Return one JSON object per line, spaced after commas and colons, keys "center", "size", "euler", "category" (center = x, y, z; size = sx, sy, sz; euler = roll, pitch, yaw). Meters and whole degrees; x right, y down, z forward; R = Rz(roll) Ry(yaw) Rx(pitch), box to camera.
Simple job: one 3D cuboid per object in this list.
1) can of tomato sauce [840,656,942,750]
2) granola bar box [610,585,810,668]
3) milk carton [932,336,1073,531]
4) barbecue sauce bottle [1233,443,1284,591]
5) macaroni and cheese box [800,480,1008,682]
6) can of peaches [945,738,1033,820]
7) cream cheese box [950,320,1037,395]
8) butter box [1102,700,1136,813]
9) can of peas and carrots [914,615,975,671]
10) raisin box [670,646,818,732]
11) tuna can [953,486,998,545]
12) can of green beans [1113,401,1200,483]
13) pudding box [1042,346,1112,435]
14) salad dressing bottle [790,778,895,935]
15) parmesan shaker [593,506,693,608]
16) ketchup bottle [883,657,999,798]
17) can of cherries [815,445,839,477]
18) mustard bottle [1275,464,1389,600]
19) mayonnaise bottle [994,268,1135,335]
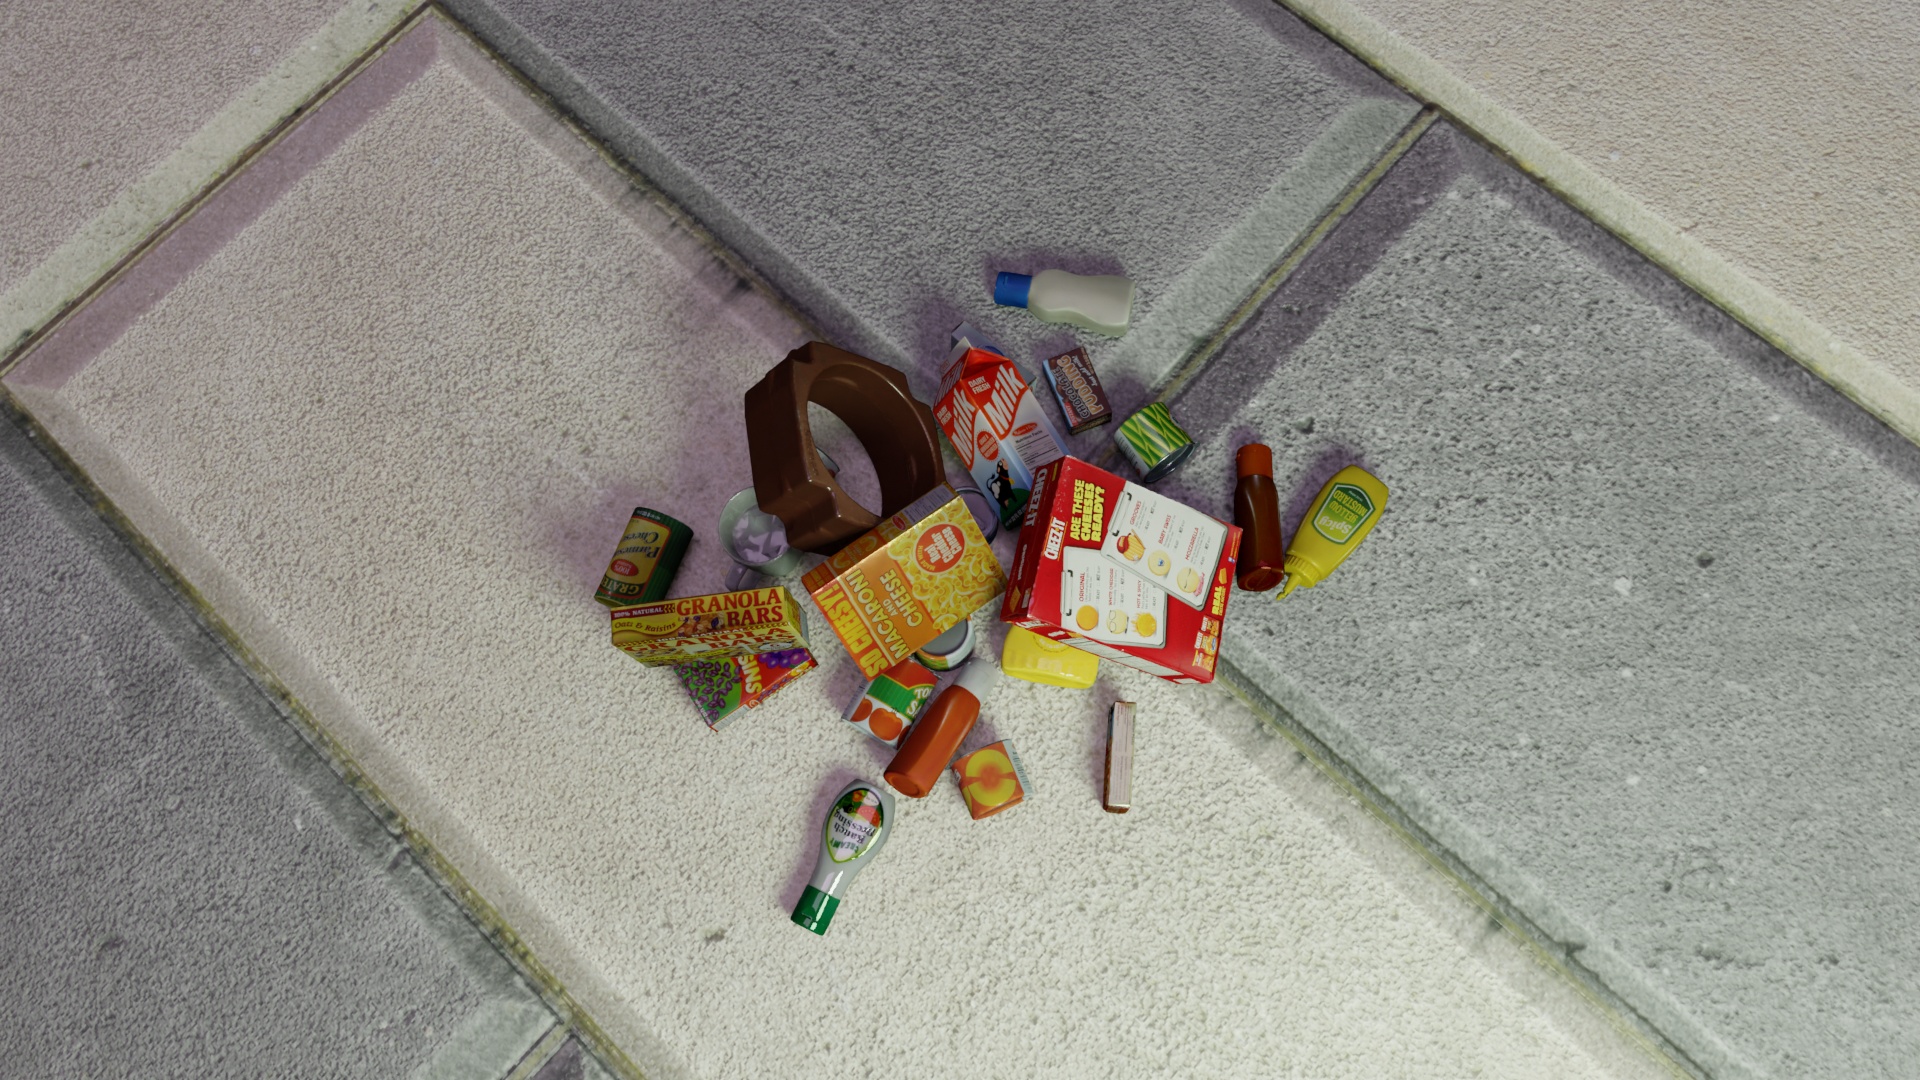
{"center": [-0.068, 0.157, 1.372], "size": [0.071, 0.071, 0.083], "euler": [28, 77, 11], "category": "can of tomato sauce"}
{"center": [-0.237, 0.083, 1.333], "size": [0.166, 0.124, 0.039], "euler": [-7, 74, 2], "category": "granola bar box"}
{"center": [0.039, -0.114, 1.423], "size": [0.074, 0.072, 0.190], "euler": [-26, 80, -35], "category": "milk carton"}
{"center": [0.301, -0.026, 1.412], "size": [0.044, 0.064, 0.149], "euler": [6, 64, -6], "category": "barbecue sauce bottle"}
{"center": [-0.050, 0.040, 1.320], "size": [0.167, 0.123, 0.040], "euler": [-34, 34, -7], "category": "macaroni and cheese box"}
{"center": [0.028, 0.233, 1.343], "size": [0.071, 0.071, 0.058], "euler": [-23, 74, -4], "category": "can of peaches"}
{"center": [0.034, -0.185, 1.479], "size": [0.104, 0.053, 0.024], "euler": [40, 73, 13], "category": "cream cheese box"}
{"center": [0.155, 0.211, 1.349], "size": [0.024, 0.053, 0.104], "euler": [5, 74, 2], "category": "butter box"}
{"center": [-0.021, 0.093, 1.393], "size": [0.071, 0.058, 0.071], "euler": [-1, 73, 3], "category": "can of peas and carrots"}
{"center": [-0.220, 0.124, 1.405], "size": [0.123, 0.040, 0.086], "euler": [-34, 73, -6], "category": "raisin box"}
{"center": [0.005, -0.018, 1.439], "size": [0.071, 0.032, 0.071], "euler": [-1, 73, 3], "category": "tuna can"}
{"center": [0.200, -0.101, 1.437], "size": [0.071, 0.071, 0.058], "euler": [-32, 74, -6], "category": "can of green beans"}
{"center": [0.124, -0.159, 1.478], "size": [0.050, 0.030, 0.084], "euler": [-20, 73, -2], "category": "pudding box"}
{"center": [-0.115, 0.305, 1.340], "size": [0.064, 0.044, 0.148], "euler": [23, 76, 11], "category": "salad dressing bottle"}
{"center": [-0.327, 0.024, 1.429], "size": [0.071, 0.071, 0.103], "euler": [18, 75, 9], "category": "parmesan shaker"}
{"center": [-0.015, 0.181, 1.358], "size": [0.043, 0.064, 0.149], "euler": [43, 63, -14], "category": "ketchup bottle"}
{"center": [-0.171, -0.071, 1.450], "size": [0.071, 0.071, 0.058], "euler": [33, 79, 12], "category": "can of cherries"}
{"center": [0.369, -0.001, 1.405], "size": [0.065, 0.048, 0.160], "euler": [35, 78, 14], "category": "mustard bottle"}
{"center": [0.112, -0.263, 1.506], "size": [0.148, 0.041, 0.065], "euler": [10, 72, 8], "category": "mayonnaise bottle"}
